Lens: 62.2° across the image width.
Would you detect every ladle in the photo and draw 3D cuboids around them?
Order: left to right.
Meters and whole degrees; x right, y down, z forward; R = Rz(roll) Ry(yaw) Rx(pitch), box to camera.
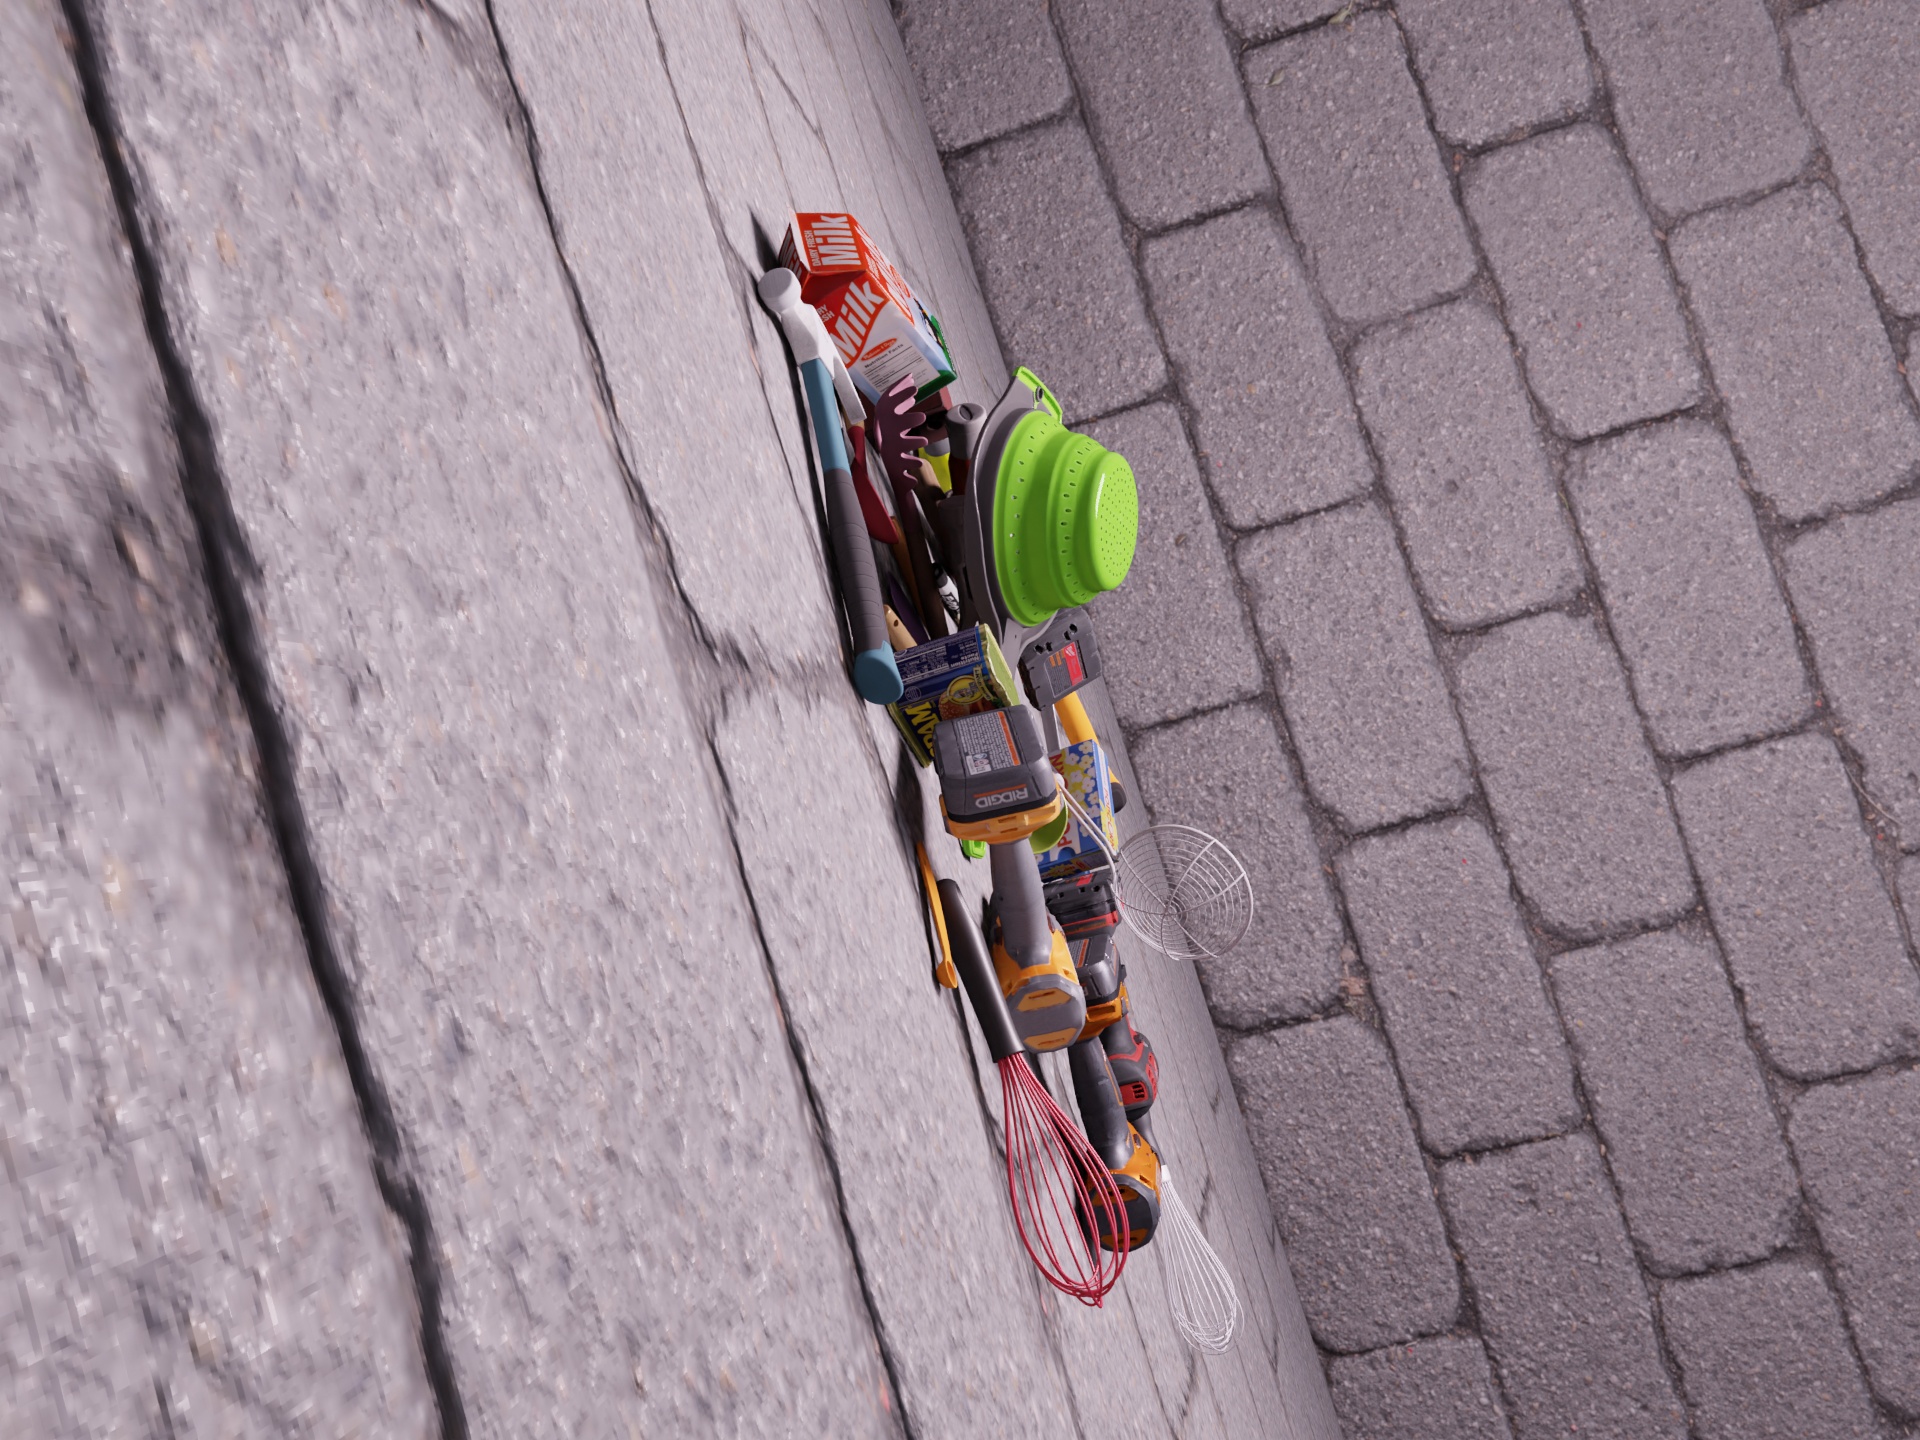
[{"bbox_3d":[-0.089,-0.256,1.320,0.069,0.031,0.316,69,7,-48],"label":"ladle"},{"bbox_3d":[0.010,0.009,1.313,0.078,0.062,0.319,-62,143,-24],"label":"ladle"}]

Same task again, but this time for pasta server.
[{"bbox_3d":[-0.026,-0.138,1.295,0.060,0.040,0.315,-106,-178,-47],"label":"pasta server"}]

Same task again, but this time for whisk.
[{"bbox_3d":[0.039,0.241,1.053,0.073,0.073,0.296,44,23,-71],"label":"whisk"},{"bbox_3d":[0.208,0.487,1.587,0.070,0.070,0.285,49,20,-67],"label":"whisk"}]

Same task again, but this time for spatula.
[{"bbox_3d":[-0.002,-0.004,1.376,0.060,0.018,0.315,-100,167,-50],"label":"spatula"},{"bbox_3d":[0.005,-0.044,1.424,0.322,0.041,0.081,66,-8,-26],"label":"spatula"}]

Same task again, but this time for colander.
[{"bbox_3d":[0.072,-0.082,1.276,0.204,0.094,0.397,27,70,-64],"label":"colander"}]

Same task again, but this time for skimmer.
[{"bbox_3d":[0.140,0.090,1.486,0.364,0.090,0.127,-129,-136,-53],"label":"skimmer"}]

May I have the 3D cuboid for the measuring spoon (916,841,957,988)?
[{"bbox_3d":[-0.019,0.129,1.061,0.021,0.011,0.117,59,12,-49],"label":"measuring spoon"}]

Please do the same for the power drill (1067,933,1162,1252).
[{"bbox_3d":[0.114,0.297,1.306,0.164,0.084,0.226,-35,111,-81],"label":"power drill"}]

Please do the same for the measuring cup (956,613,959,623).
[{"bbox_3d":[0.010,-0.056,1.488,0.167,0.038,0.083,51,23,-61],"label":"measuring cup"}]

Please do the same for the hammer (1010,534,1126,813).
[{"bbox_3d":[0.099,-0.046,1.723,0.127,0.034,0.337,102,-31,-63],"label":"hammer"}]

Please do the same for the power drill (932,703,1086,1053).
[{"bbox_3d":[0.037,0.105,1.175,0.185,0.084,0.226,-105,-178,-66],"label":"power drill"}]

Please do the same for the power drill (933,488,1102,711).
[{"bbox_3d":[0.046,-0.128,1.562,0.220,0.078,0.143,56,-7,31],"label":"power drill"}]

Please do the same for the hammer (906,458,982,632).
[{"bbox_3d":[-0.015,-0.175,1.424,0.332,0.031,0.130,-111,-171,-65],"label":"hammer"}]

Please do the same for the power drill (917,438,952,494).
[{"bbox_3d":[-0.037,-0.334,1.618,0.228,0.080,0.191,59,14,-45],"label":"power drill"}]

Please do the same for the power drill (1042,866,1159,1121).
[{"bbox_3d":[0.143,0.263,1.551,0.188,0.080,0.227,-14,89,-81],"label":"power drill"}]

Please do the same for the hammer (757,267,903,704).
[{"bbox_3d":[-0.086,-0.163,1.139,0.128,0.033,0.331,53,21,-61],"label":"hammer"}]

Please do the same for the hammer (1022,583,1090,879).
[{"bbox_3d":[0.098,0.048,1.661,0.035,0.144,0.405,-8,87,-37],"label":"hammer"}]
